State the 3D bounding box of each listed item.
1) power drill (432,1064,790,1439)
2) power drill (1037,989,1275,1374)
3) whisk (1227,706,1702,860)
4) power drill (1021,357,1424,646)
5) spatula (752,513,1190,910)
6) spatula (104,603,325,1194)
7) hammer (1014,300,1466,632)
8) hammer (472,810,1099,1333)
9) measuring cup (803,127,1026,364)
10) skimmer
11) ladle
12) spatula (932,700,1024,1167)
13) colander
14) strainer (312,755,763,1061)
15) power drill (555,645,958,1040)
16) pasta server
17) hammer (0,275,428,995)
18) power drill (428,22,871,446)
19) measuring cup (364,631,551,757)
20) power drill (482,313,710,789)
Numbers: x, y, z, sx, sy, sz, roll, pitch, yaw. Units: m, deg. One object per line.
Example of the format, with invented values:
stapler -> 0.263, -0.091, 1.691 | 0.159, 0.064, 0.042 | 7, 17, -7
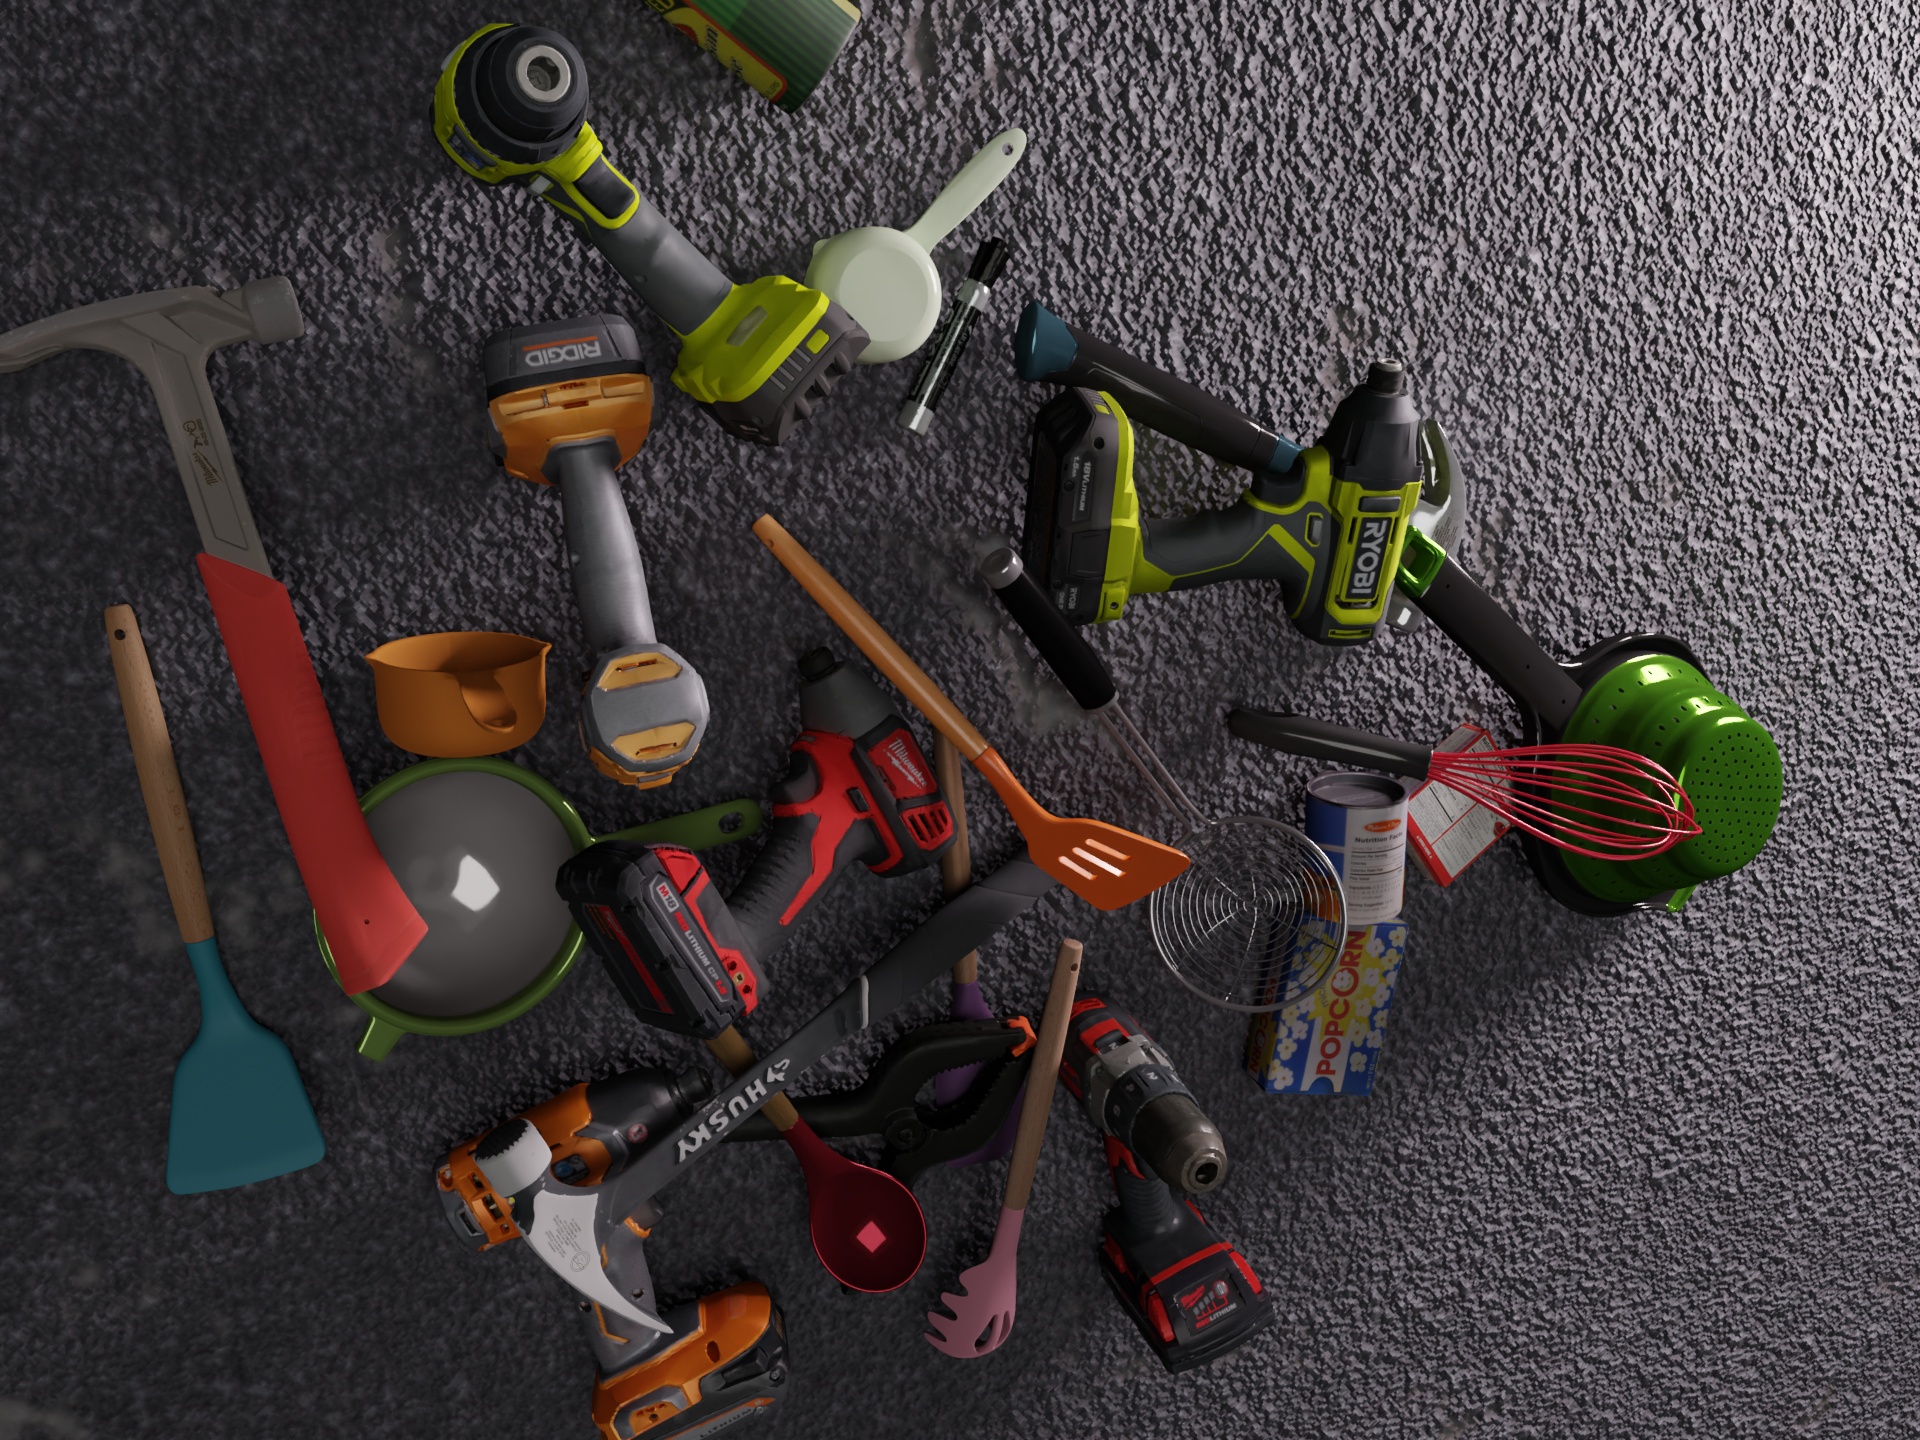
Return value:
power drill -> -0.186, 0.316, 0.948 | 0.164, 0.084, 0.226 | -27, 106, -4
power drill -> 0.128, 0.296, 0.996 | 0.080, 0.188, 0.226 | -23, 113, -13
whisk -> 0.315, 0.032, 1.005 | 0.296, 0.073, 0.073 | 13, 99, 10
power drill -> 0.156, -0.129, 0.933 | 0.223, 0.080, 0.171 | -1, 120, -11
spatula -> -0.001, -0.003, 0.933 | 0.322, 0.081, 0.041 | 47, 43, -5
spatula -> -0.412, 0.095, 0.848 | 0.082, 0.044, 0.317 | -10, 104, -12
hammer -> 0.177, -0.170, 0.983 | 0.330, 0.033, 0.128 | 21, 96, -21
hammer -> -0.070, 0.181, 0.927 | 0.409, 0.036, 0.149 | -35, 110, -24
measuring cup -> -0.017, -0.271, 0.893 | 0.167, 0.038, 0.083 | -47, 112, -1
skimmer -> 0.117, 0.044, 0.947 | 0.127, 0.090, 0.362 | -27, 129, 17
ladle -> -0.116, 0.220, 0.937 | 0.069, 0.031, 0.315 | -36, 112, -9
spatula -> 0.003, 0.140, 1.006 | 0.059, 0.018, 0.315 | -9, 106, -13
colander -> 0.428, 0.001, 1.048 | 0.396, 0.094, 0.204 | 37, 81, -26
strainer -> -0.238, 0.080, 0.899 | 0.256, 0.069, 0.151 | -14, 102, -33
power drill -> -0.106, 0.063, 0.890 | 0.220, 0.078, 0.143 | -39, 111, -34
pasta server -> 0.034, 0.278, 1.007 | 0.060, 0.040, 0.316 | -3, 112, -37
hammer -> -0.353, -0.036, 0.784 | 0.149, 0.037, 0.359 | -18, 89, -16
power drill -> -0.155, -0.241, 0.778 | 0.228, 0.191, 0.080 | 43, 85, -26
measuring cup -> -0.247, -0.001, 0.810 | 0.095, 0.174, 0.052 | -6, 110, -24
power drill -> -0.187, -0.075, 0.834 | 0.084, 0.185, 0.226 | -13, 87, -15
